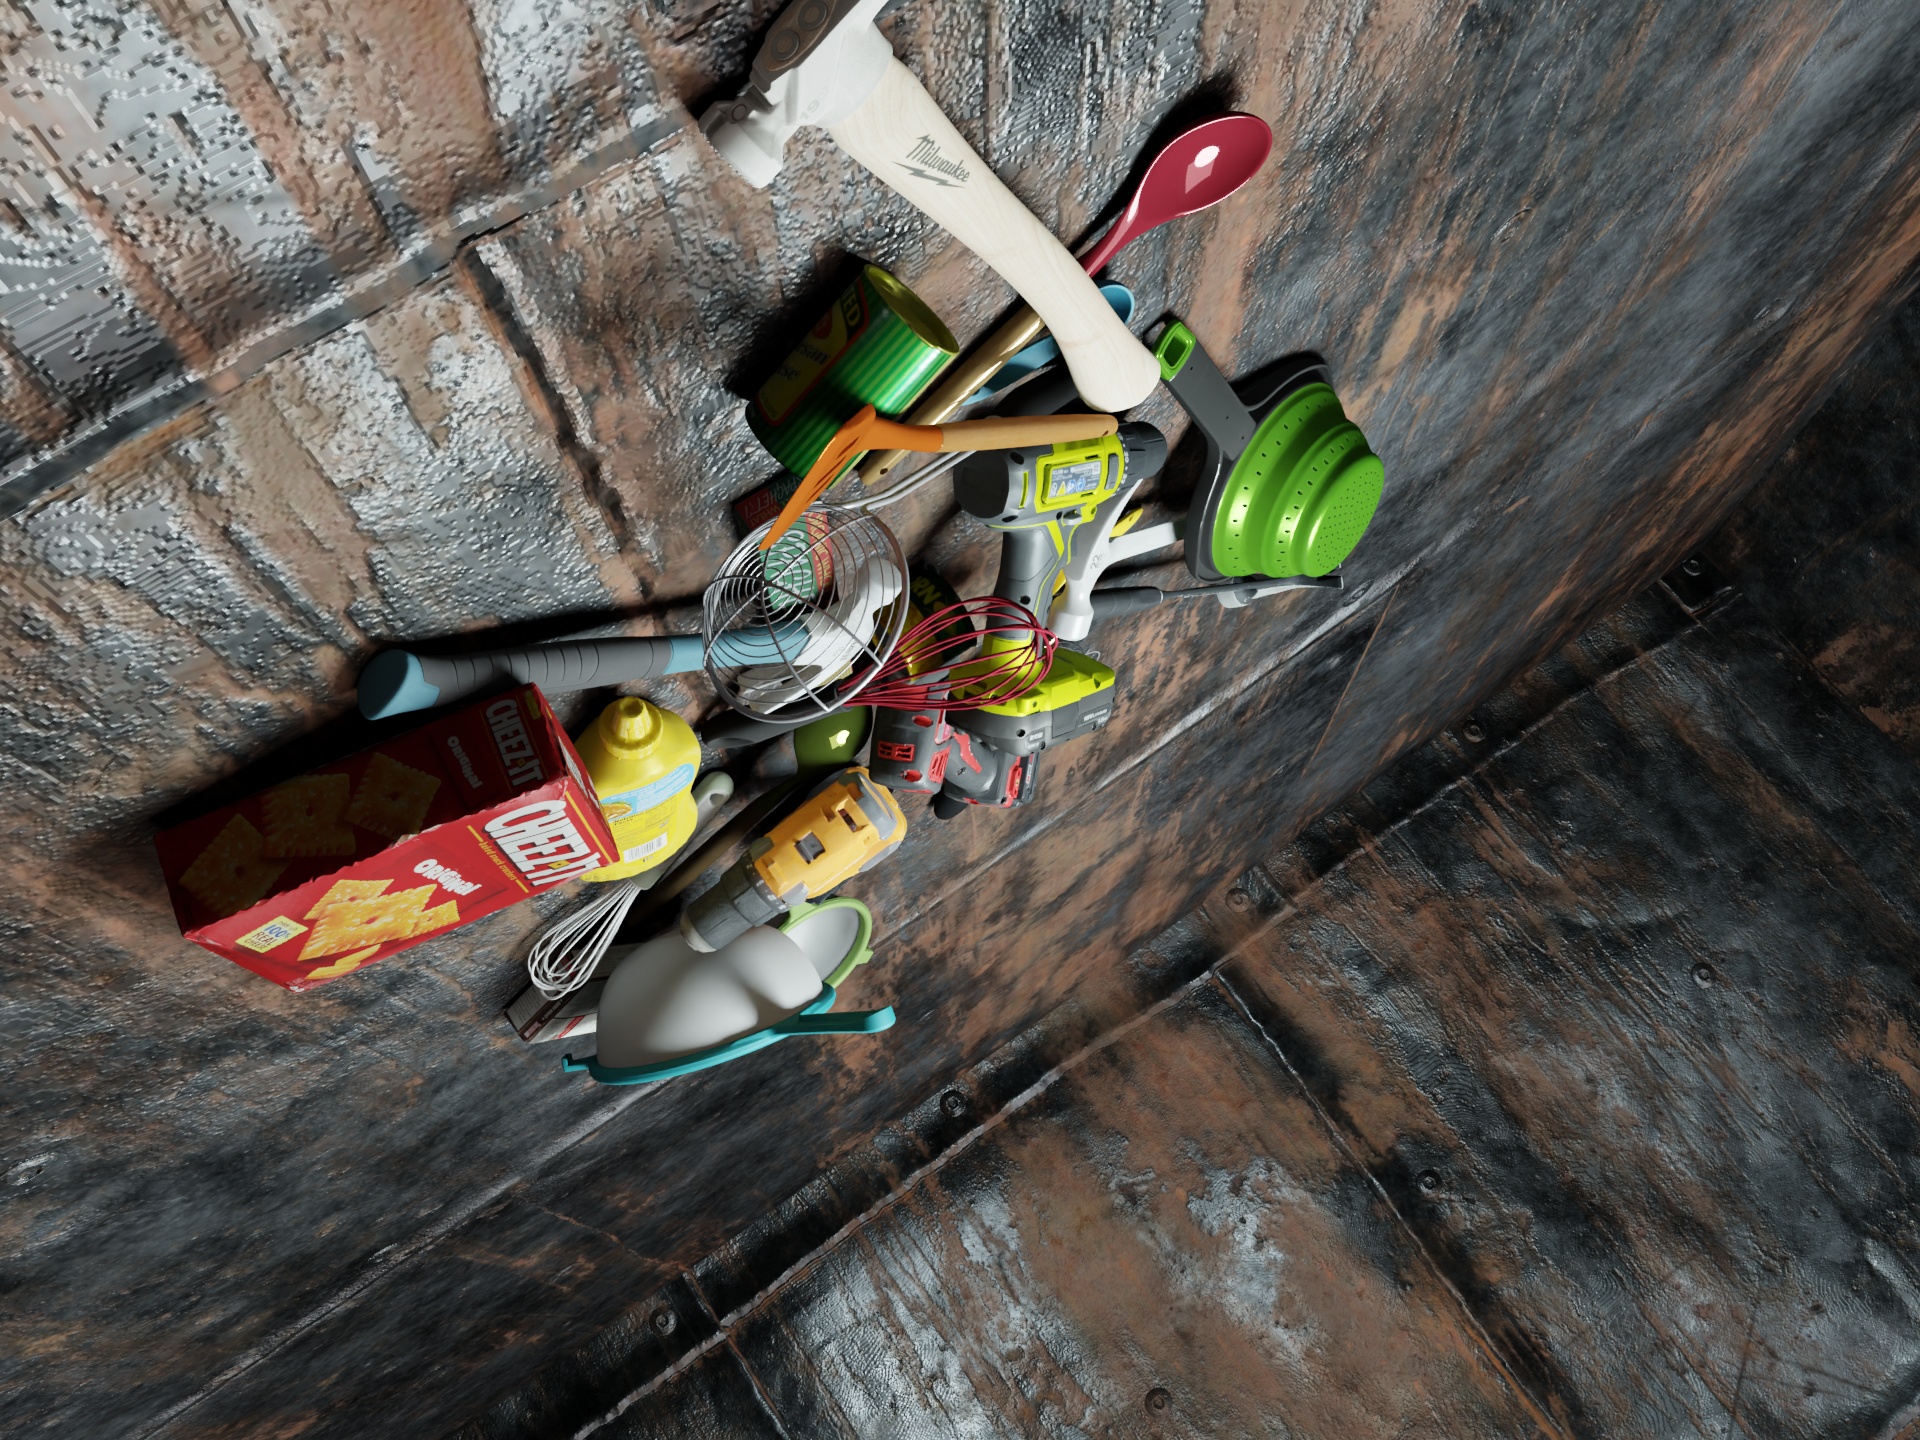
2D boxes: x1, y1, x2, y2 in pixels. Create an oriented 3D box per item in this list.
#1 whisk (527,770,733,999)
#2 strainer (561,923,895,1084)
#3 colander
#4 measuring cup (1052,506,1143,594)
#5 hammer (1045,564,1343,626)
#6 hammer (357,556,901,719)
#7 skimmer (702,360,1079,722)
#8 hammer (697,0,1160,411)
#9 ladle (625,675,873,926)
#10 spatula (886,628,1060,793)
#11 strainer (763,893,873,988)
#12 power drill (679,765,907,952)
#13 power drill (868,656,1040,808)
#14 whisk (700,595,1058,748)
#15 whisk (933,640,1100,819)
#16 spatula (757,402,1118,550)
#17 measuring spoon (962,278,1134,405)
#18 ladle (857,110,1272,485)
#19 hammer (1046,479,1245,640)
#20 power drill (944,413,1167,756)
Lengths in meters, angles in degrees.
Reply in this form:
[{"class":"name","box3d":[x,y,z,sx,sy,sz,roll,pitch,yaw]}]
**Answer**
[{"class":"whisk","box3d":[-0.259,0.130,1.253,0.057,0.059,0.246,29,110,-39]},{"class":"strainer","box3d":[-0.175,0.209,1.275,0.211,0.095,0.340,-19,-176,-42]},{"class":"colander","box3d":[0.246,-0.202,1.235,0.204,0.095,0.396,-58,152,3]},{"class":"measuring cup","box3d":[0.095,-0.145,1.283,0.156,0.029,0.062,-37,157,-40]},{"class":"hammer","box3d":[0.182,-0.110,1.417,0.408,0.036,0.149,-11,-177,-43]},{"class":"hammer","box3d":[-0.190,-0.038,0.947,0.331,0.033,0.128,-9,151,-42]},{"class":"skimmer","box3d":[-0.012,-0.124,0.948,0.363,0.127,0.090,-40,137,-42]},{"class":"hammer","box3d":[0.032,-0.258,0.830,0.146,0.038,0.410,-43,156,13]},{"class":"ladle","box3d":[-0.181,0.072,1.277,0.320,0.062,0.078,-40,170,30]},{"class":"spatula","box3d":[-0.023,0.018,1.427,0.316,0.018,0.059,-42,146,3]},{"class":"strainer","box3d":[-0.167,0.179,1.524,0.151,0.069,0.256,-30,142,-25]},{"class":"power drill","box3d":[-0.131,0.113,1.294,0.185,0.084,0.226,-37,179,2]},{"class":"power drill","box3d":[-0.002,-0.004,1.287,0.219,0.078,0.143,23,75,-67]},{"class":"whisk","box3d":[-0.064,-0.023,1.080,0.296,0.073,0.073,-16,173,31]},{"class":"whisk","box3d":[0.045,0.018,1.519,0.070,0.070,0.284,-18,158,-43]},{"class":"spatula","box3d":[0.004,-0.149,0.875,0.322,0.041,0.081,-18,154,-52]},{"class":"measuring spoon","box3d":[0.048,-0.237,0.994,0.128,0.021,0.042,-30,145,6]},{"class":"ladle","box3d":[0.054,-0.249,0.952,0.315,0.031,0.069,-41,148,16]},{"class":"hammer","box3d":[0.216,-0.176,1.357,0.405,0.035,0.144,-22,136,-48]},{"class":"power drill","box3d":[0.070,-0.104,1.128,0.190,0.080,0.228,-19,123,-45]}]
